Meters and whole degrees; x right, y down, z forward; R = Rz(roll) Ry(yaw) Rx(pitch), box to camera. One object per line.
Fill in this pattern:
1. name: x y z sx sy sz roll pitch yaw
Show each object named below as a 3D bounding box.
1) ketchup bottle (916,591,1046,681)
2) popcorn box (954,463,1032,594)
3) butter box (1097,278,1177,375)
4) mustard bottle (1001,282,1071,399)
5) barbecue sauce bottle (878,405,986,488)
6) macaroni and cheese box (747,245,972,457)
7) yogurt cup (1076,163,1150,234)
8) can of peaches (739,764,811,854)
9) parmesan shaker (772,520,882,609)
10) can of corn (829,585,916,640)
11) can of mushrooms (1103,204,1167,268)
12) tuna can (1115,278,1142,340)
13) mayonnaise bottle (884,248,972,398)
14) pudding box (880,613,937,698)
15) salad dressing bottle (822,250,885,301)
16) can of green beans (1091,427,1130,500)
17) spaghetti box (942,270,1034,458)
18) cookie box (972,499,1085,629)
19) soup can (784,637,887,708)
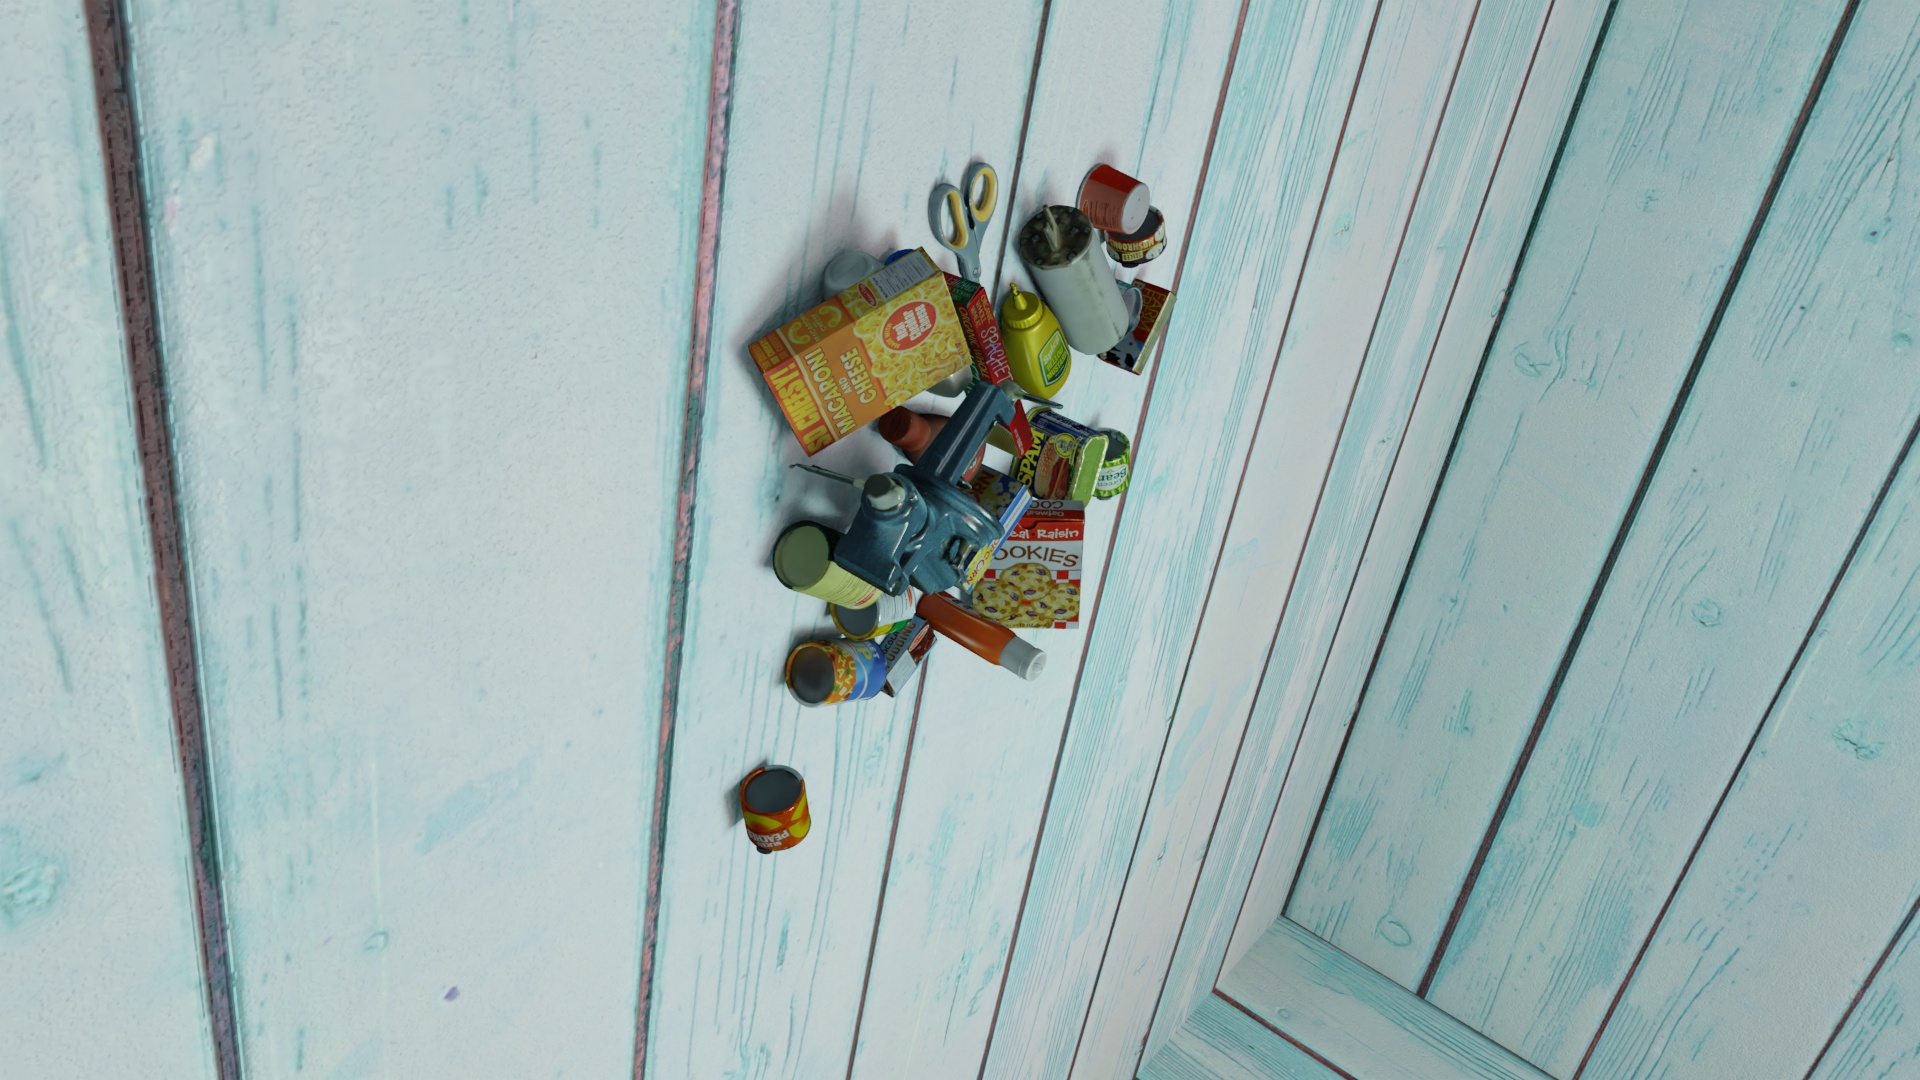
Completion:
1. ketchup bottle: 0.024 0.104 1.508 0.043 0.149 0.064 -61 151 1
2. popcorn box: 0.005 -0.018 1.441 0.127 0.085 0.038 -56 151 -13
3. butter box: 0.205 -0.247 1.610 0.024 0.053 0.103 23 93 -58
4. mustard bottle: 0.073 -0.210 1.429 0.065 0.049 0.159 -56 151 -16
5. barbecue sauce bottle: -0.029 -0.096 1.364 0.148 0.044 0.065 22 96 -61
6. macaroni and cheese box: -0.081 -0.156 1.166 0.167 0.040 0.123 -31 147 -6
7. yogurt cup: 0.161 -0.353 1.449 0.073 0.054 0.072 -38 142 -37
8. can of peaches: -0.185 0.268 1.387 0.071 0.071 0.057 -40 143 -36
9. parmesan shaker: -0.118 0.021 1.291 0.071 0.071 0.103 -63 151 1
10. can of corn: -0.089 0.064 1.380 0.058 0.071 0.071 -10 123 -54
11. can of mushrooms: 0.188 -0.329 1.498 0.071 0.071 0.033 -49 148 -23
12. tuna can: 0.176 -0.260 1.571 0.071 0.033 0.070 -39 143 -37
13. mayonnaise bottle: -0.033 -0.196 1.258 0.041 0.065 0.147 -48 144 -23
14. pudding box: -0.064 0.123 1.504 0.084 0.030 0.049 -52 149 -19
15. salad dressing bottle: -0.076 -0.188 1.212 0.064 0.044 0.147 -45 149 -13
16. can of green beans: 0.171 -0.094 1.667 0.071 0.071 0.057 -43 145 -32
17. spaghetti box: 0.024 -0.170 1.382 0.029 0.050 0.249 -53 150 -19
18. cookie box: 0.074 0.029 1.557 0.040 0.123 0.166 -88 178 -49
19. soup can: -0.122 0.127 1.375 0.084 0.071 0.071 0 114 -58
